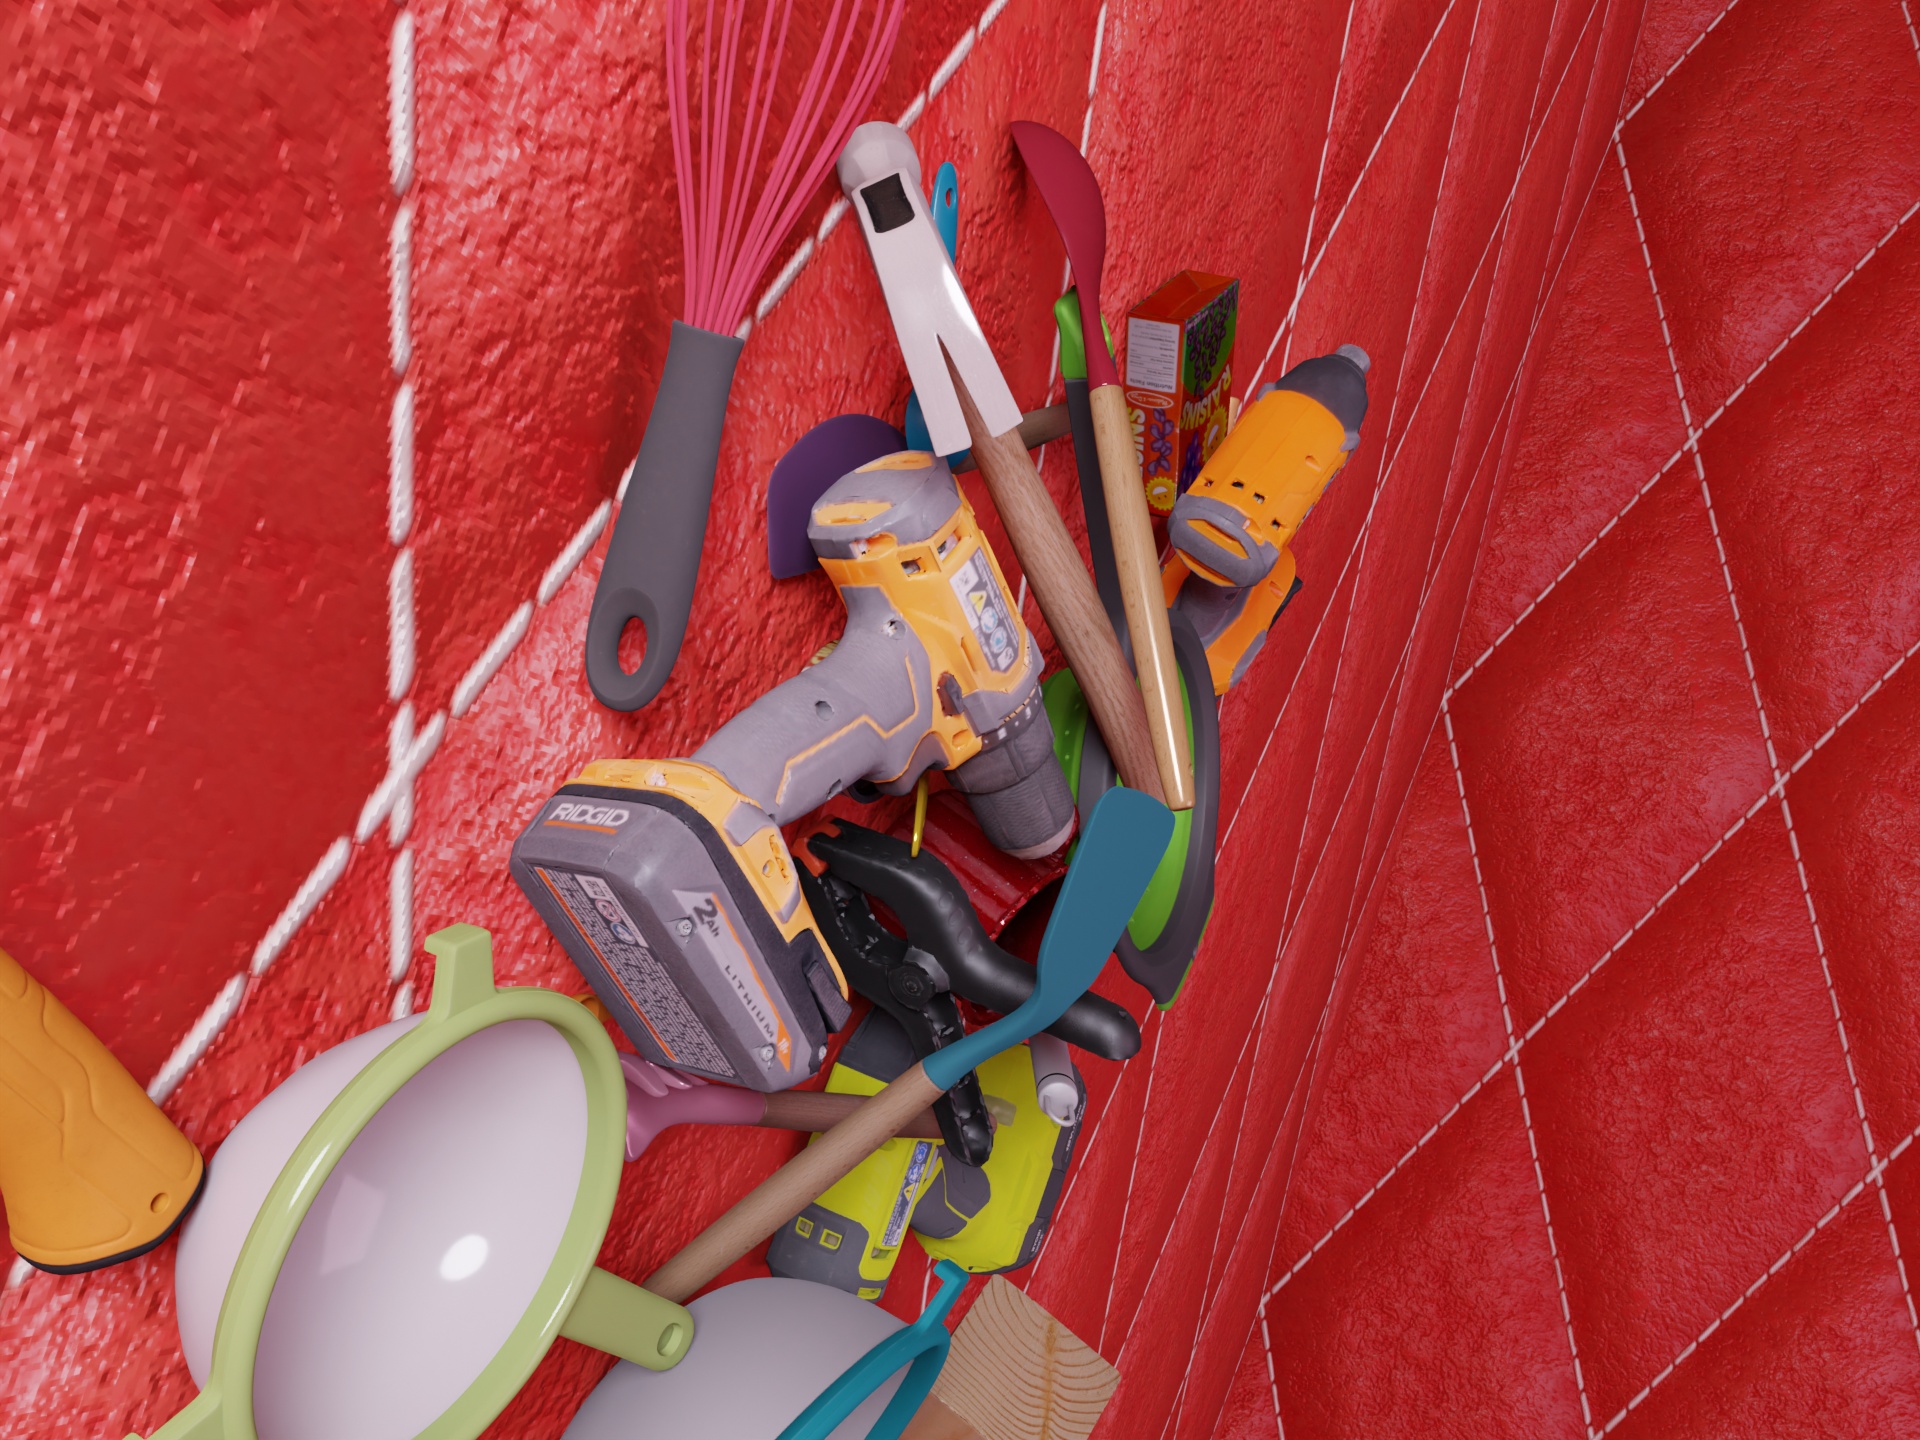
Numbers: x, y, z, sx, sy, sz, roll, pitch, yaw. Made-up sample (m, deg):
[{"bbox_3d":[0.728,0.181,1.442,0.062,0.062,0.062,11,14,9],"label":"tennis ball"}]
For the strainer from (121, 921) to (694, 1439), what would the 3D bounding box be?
[{"bbox_3d":[-0.156,0.165,0.500,0.151,0.069,0.256,-64,156,-22],"label":"strainer"}]

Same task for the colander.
[{"bbox_3d":[0.057,-0.030,0.840,0.205,0.094,0.396,-55,140,-50],"label":"colander"}]

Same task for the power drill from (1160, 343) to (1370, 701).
[{"bbox_3d":[0.174,-0.116,0.947,0.164,0.084,0.226,-52,169,-21],"label":"power drill"}]

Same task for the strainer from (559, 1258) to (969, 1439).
[{"bbox_3d":[-0.123,0.347,0.689,0.211,0.095,0.340,-32,153,-43],"label":"strainer"}]

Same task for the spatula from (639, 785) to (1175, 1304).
[{"bbox_3d":[-0.034,0.146,0.628,0.317,0.044,0.082,-41,155,12],"label":"spatula"}]

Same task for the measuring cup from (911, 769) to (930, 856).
[{"bbox_3d":[-0.001,-0.002,0.723,0.062,0.029,0.157,99,-1,-52],"label":"measuring cup"}]

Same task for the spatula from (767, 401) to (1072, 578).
[{"bbox_3d":[0.002,-0.125,0.731,0.316,0.018,0.059,-32,129,-56],"label":"spatula"}]

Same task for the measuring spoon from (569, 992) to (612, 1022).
[{"bbox_3d":[-0.120,0.095,0.615,0.117,0.011,0.021,-31,132,-63],"label":"measuring spoon"}]

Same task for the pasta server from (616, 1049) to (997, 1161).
[{"bbox_3d":[-0.067,0.170,0.668,0.060,0.040,0.316,-47,146,13],"label":"pasta server"}]

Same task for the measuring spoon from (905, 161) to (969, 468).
[{"bbox_3d":[-0.002,-0.169,0.670,0.042,0.021,0.128,-15,111,-60],"label":"measuring spoon"}]

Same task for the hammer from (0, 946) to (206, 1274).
[{"bbox_3d":[-0.226,0.007,0.285,0.127,0.034,0.336,-56,152,-33],"label":"hammer"}]

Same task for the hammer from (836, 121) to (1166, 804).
[{"bbox_3d":[0.034,-0.072,0.649,0.130,0.031,0.331,-104,169,-46],"label":"hammer"}]

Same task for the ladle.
[{"bbox_3d":[0.065,-0.116,0.677,0.069,0.031,0.315,18,61,-65],"label":"ladle"}]

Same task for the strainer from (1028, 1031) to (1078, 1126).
[{"bbox_3d":[0.039,0.145,0.838,0.050,0.087,0.258,-58,-170,13],"label":"strainer"}]

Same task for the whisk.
[{"bbox_3d":[-0.075,-0.142,0.501,0.073,0.073,0.295,-12,121,-64],"label":"whisk"}]

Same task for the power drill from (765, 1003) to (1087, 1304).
[{"bbox_3d":[-0.009,0.226,0.867,0.223,0.080,0.171,38,70,-62],"label":"power drill"}]

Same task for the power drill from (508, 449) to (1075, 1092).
[{"bbox_3d":[-0.039,0.032,0.600,0.226,0.084,0.185,-52,130,-36],"label":"power drill"}]

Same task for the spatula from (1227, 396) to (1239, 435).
[{"bbox_3d":[0.158,-0.061,1.097,0.081,0.041,0.322,-3,107,-65],"label":"spatula"}]
